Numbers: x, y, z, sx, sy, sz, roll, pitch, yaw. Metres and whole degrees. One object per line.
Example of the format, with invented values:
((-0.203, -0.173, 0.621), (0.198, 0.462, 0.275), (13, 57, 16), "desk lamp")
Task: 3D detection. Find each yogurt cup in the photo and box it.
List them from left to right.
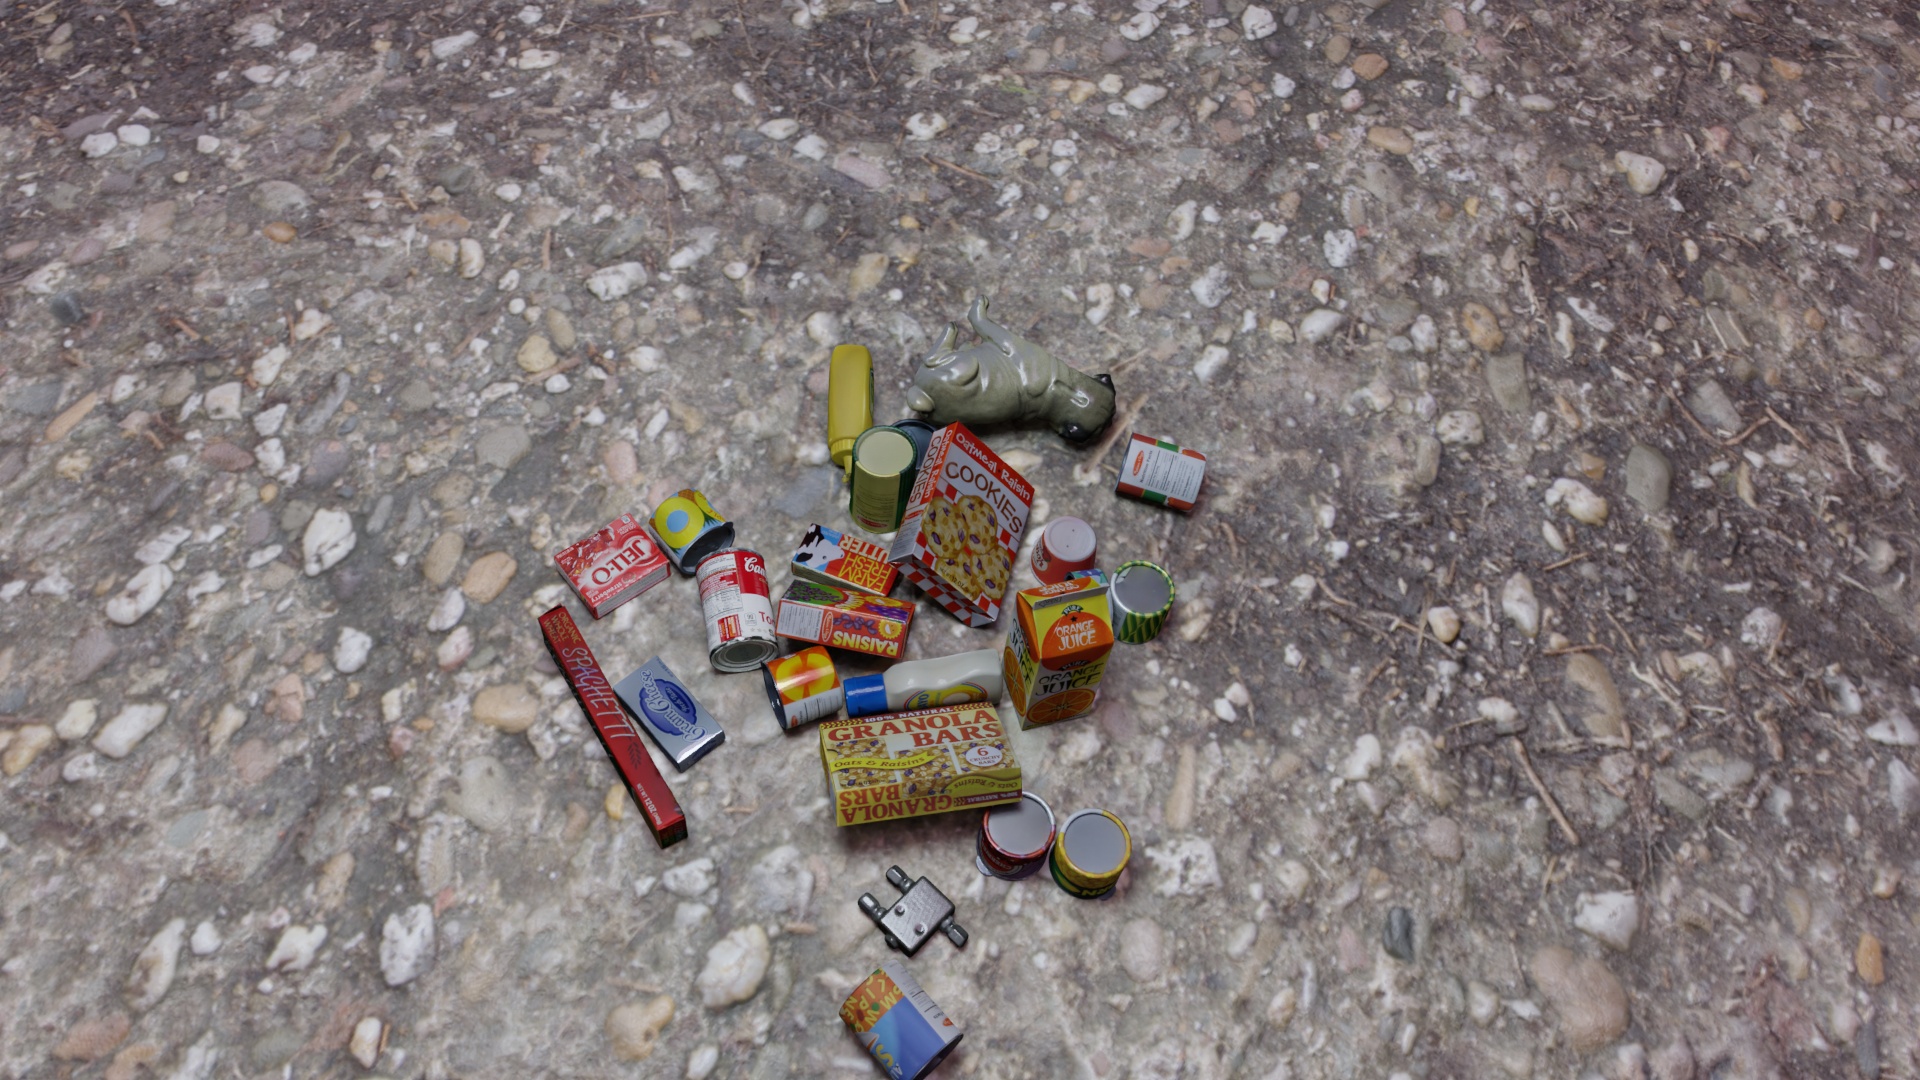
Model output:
((0.108, 0.011, 1.416), (0.072, 0.053, 0.073), (3, 58, -5), "yogurt cup")

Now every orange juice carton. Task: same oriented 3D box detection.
((0.089, 0.096, 1.277), (0.072, 0.191, 0.073), (-11, 59, -12), "orange juice carton")

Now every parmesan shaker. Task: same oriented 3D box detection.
((-0.076, -0.061, 1.411), (0.071, 0.102, 0.071), (3, 57, -5), "parmesan shaker")

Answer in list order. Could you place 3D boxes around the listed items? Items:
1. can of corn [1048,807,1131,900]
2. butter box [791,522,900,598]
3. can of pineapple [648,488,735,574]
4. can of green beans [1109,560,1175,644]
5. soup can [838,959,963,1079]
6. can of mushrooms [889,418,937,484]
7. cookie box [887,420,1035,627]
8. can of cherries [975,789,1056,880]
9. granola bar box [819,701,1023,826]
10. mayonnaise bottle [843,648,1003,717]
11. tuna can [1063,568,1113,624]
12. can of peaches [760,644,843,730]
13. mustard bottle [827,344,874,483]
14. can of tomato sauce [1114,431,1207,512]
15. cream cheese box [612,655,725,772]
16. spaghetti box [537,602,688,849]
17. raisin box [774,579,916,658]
((0.117, 0.282, 1.242), (0.071, 0.058, 0.071), (3, 58, -4), "can of corn")
((-0.113, 0.024, 1.399), (0.103, 0.024, 0.053), (20, 58, 6), "butter box")
((-0.266, -0.010, 1.378), (0.071, 0.070, 0.058), (-34, 67, -24), "can of pineapple")
((0.177, 0.061, 1.389), (0.071, 0.057, 0.071), (3, 58, -5), "can of green beans")
((-0.052, 0.401, 1.143), (0.071, 0.071, 0.084), (-37, 68, -25), "soup can")
((-0.054, -0.094, 1.475), (0.071, 0.033, 0.071), (3, 58, -5), "can of mushrooms")
((0.005, -0.017, 1.390), (0.122, 0.040, 0.168), (40, 52, -29), "cookie box")
((0.048, 0.266, 1.244), (0.071, 0.058, 0.072), (3, 57, -5), "can of cherries")
((-0.038, 0.198, 1.251), (0.166, 0.039, 0.124), (-6, 22, -10), "granola bar box")
((-0.035, 0.139, 1.315), (0.148, 0.064, 0.041), (-8, 53, -7), "mayonnaise bottle")
((0.126, 0.062, 1.381), (0.033, 0.070, 0.071), (-6, 59, -12), "tuna can")
((-0.148, 0.135, 1.299), (0.058, 0.071, 0.071), (-17, 61, -17), "can of peaches")
((-0.117, -0.129, 1.476), (0.049, 0.065, 0.161), (-1, 63, -1), "mustard bottle")
((0.213, -0.072, 1.475), (0.083, 0.070, 0.071), (17, 58, 3), "can of tomato sauce")
((-0.272, 0.161, 1.293), (0.053, 0.024, 0.104), (-38, 68, -24), "cream cheese box")
((-0.320, 0.167, 1.269), (0.029, 0.050, 0.251), (-27, 64, -22), "spaghetti box")
((-0.109, 0.074, 1.332), (0.123, 0.086, 0.040), (11, 100, 0), "raisin box")
